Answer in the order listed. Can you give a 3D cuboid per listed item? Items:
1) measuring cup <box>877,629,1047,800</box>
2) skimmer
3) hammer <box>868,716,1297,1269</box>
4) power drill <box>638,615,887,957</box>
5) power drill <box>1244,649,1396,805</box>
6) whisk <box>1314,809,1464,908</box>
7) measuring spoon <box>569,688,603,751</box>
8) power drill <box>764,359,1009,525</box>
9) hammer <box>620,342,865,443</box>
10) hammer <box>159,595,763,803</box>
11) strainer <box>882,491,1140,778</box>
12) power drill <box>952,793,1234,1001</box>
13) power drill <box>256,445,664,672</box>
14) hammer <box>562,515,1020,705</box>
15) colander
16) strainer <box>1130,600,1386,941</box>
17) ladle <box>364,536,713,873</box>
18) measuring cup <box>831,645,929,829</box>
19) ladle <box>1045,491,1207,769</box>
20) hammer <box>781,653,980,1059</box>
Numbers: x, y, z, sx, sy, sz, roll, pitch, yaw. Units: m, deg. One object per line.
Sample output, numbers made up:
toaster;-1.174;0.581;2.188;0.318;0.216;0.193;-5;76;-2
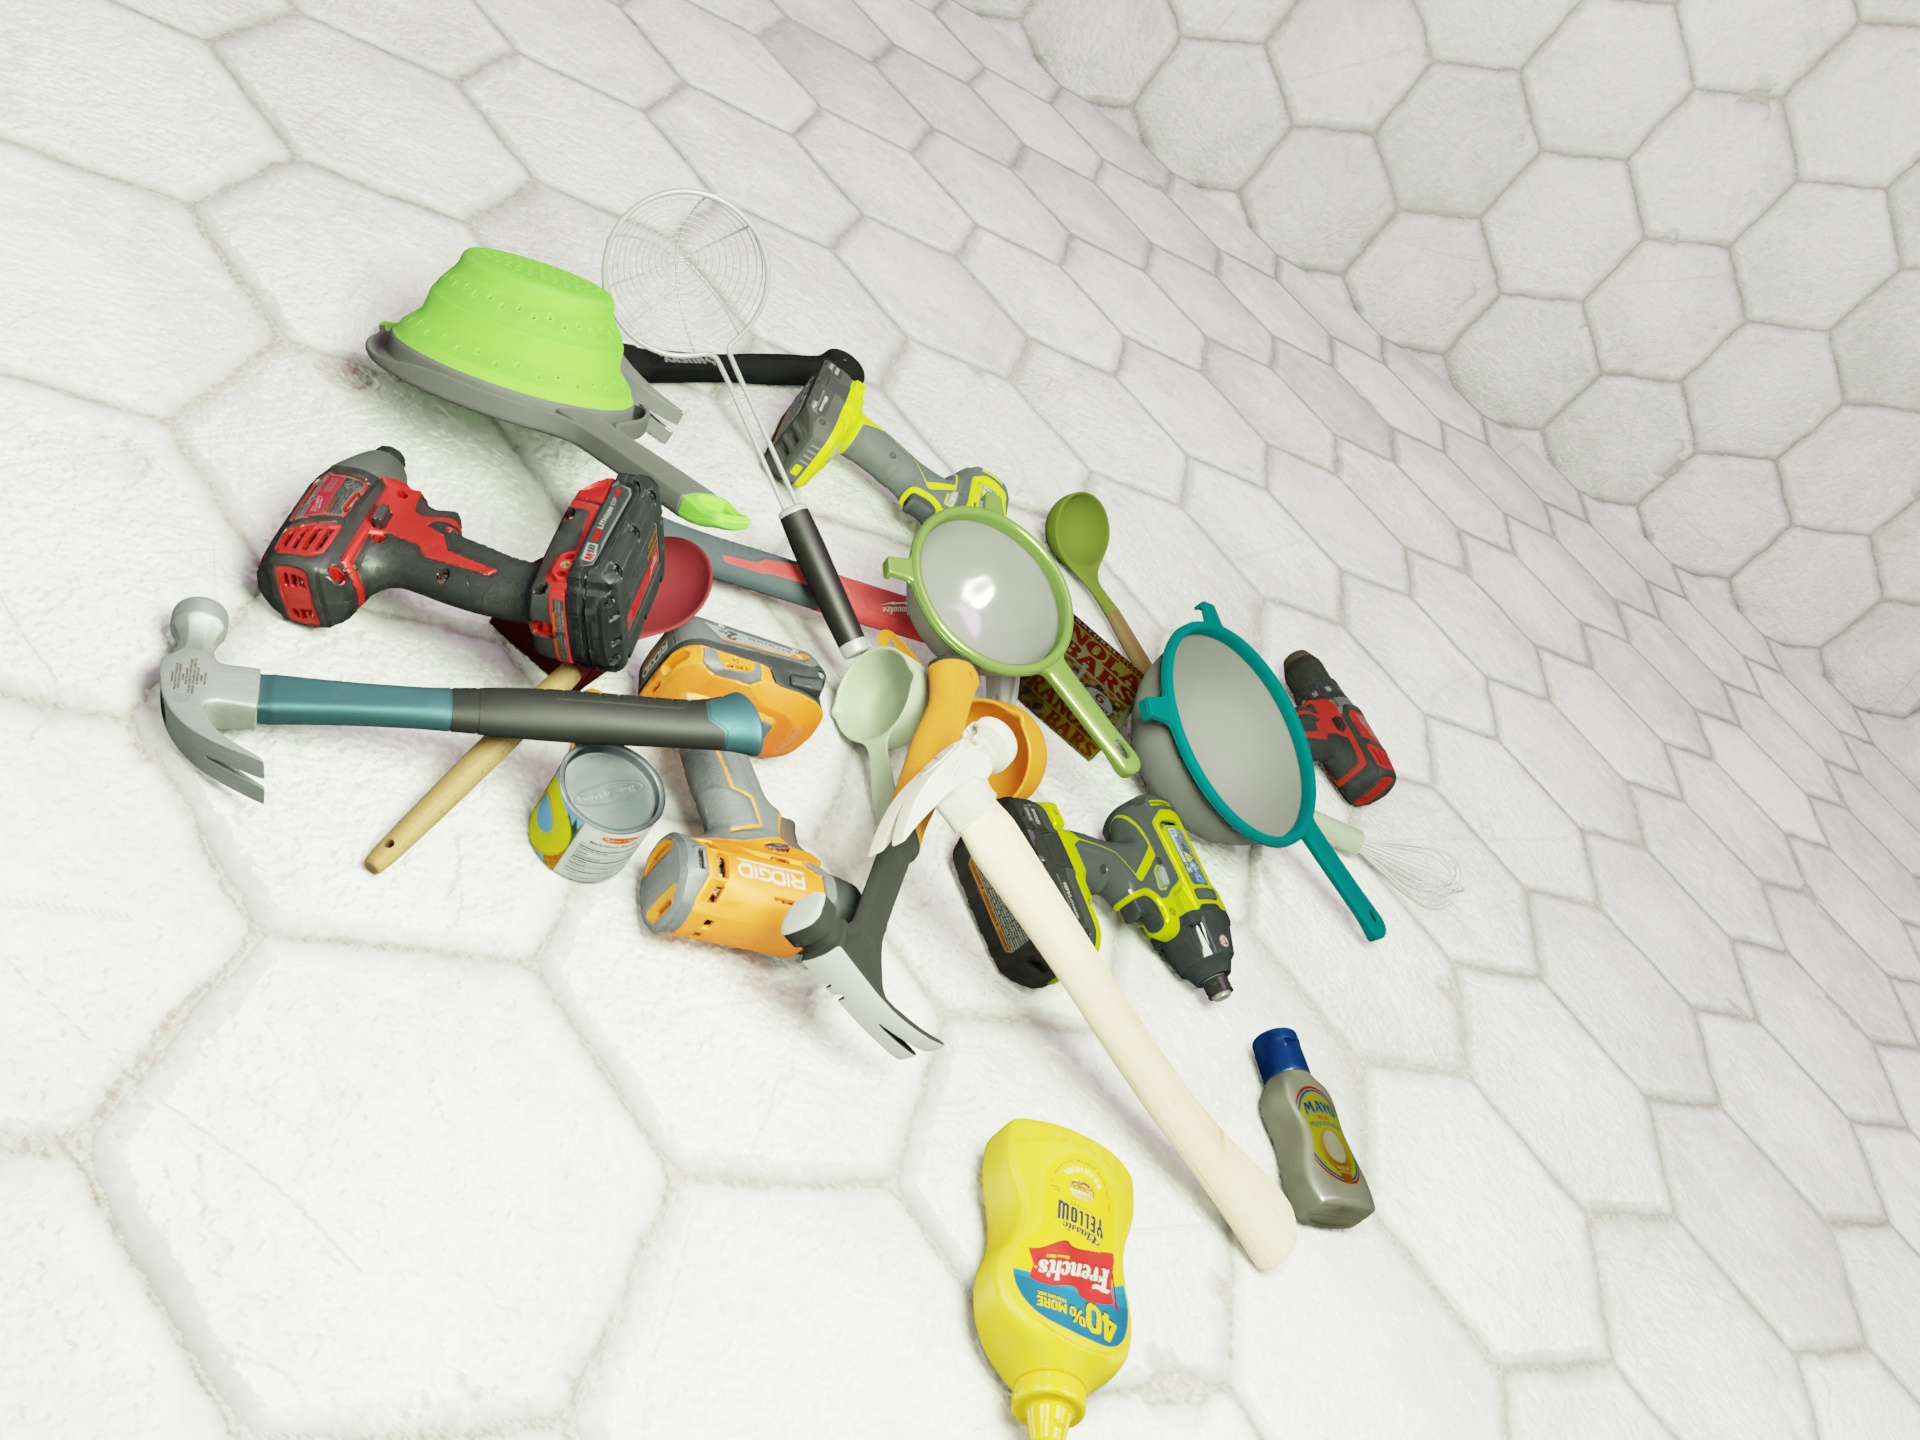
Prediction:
measuring cup;-0.002;-0.004;1.230;0.174;0.095;0.052;52;18;19
skimmer;-0.153;-0.217;1.195;0.090;0.127;0.363;119;-54;-84
hammer;0.094;0.197;1.037;0.410;0.038;0.146;55;39;-8
power drill;-0.130;0.052;1.041;0.164;0.084;0.227;18;43;-33
power drill;0.327;-0.013;1.595;0.226;0.080;0.188;15;41;-39
whisk;0.387;0.121;1.529;0.246;0.059;0.058;24;-1;-19
measuring spoon;-0.240;0.019;1.024;0.021;0.011;0.117;24;37;-25
power drill;-0.058;-0.205;1.424;0.228;0.080;0.191;34;33;-16
hammer;-0.202;-0.316;1.445;0.146;0.035;0.334;51;34;17
hammer;-0.278;-0.007;0.913;0.331;0.033;0.128;3;45;-20
strainer;0.044;-0.049;1.260;0.256;0.069;0.151;52;47;-1
power drill;0.113;0.134;1.197;0.223;0.080;0.171;7;50;-45
power drill;-0.302;-0.109;0.984;0.219;0.078;0.143;9;46;2
hammer;-0.122;-0.092;1.242;0.386;0.038;0.143;15;61;-27
colander;-0.262;-0.244;1.106;0.397;0.094;0.204;35;22;36
strainer;0.252;0.075;1.413;0.340;0.095;0.211;53;37;-13
ladle;-0.252;-0.015;0.972;0.069;0.031;0.315;26;48;10
measuring cup;-0.049;0.026;1.179;0.038;0.083;0.168;24;50;-48
ladle;0.167;-0.090;1.539;0.078;0.062;0.320;1;52;-42
hammer;-0.028;0.066;1.063;0.127;0.034;0.337;53;30;-24
